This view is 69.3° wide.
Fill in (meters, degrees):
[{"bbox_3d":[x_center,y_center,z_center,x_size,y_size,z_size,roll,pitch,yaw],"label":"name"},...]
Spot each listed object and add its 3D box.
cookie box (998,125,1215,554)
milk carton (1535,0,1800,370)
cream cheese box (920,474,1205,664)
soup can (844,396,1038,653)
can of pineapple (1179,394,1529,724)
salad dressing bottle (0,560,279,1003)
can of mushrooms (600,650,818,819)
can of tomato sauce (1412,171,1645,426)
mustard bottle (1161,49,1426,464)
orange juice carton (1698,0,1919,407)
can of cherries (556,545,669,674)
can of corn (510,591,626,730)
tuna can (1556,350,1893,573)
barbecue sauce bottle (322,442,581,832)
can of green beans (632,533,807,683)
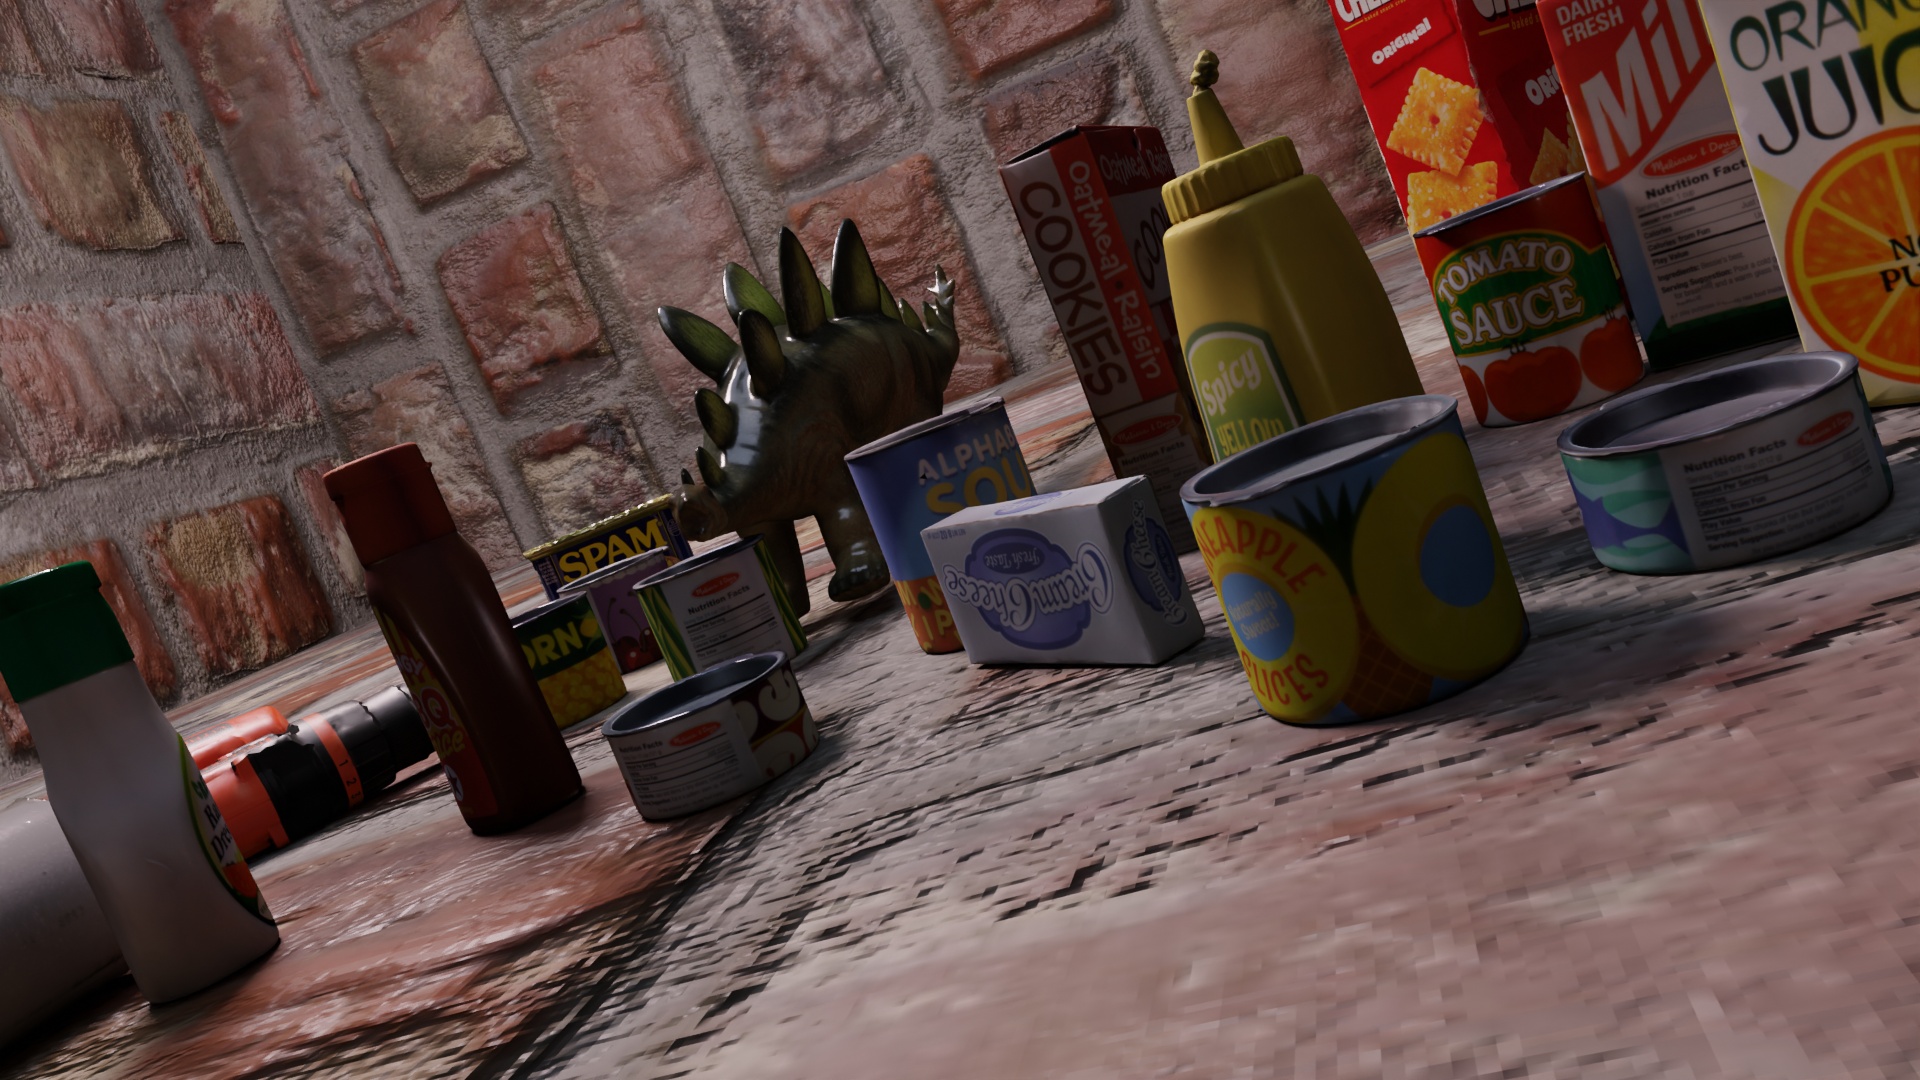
[{"bbox_3d":[0.082,-0.089,0.585,0.040,0.167,0.123,-18,8,25],"label":"cookie box"},{"bbox_3d":[0.280,-0.171,0.529,0.073,0.190,0.073,-15,10,41],"label":"milk carton"},{"bbox_3d":[0.030,0.012,0.448,0.024,0.053,0.103,-26,9,-31],"label":"cream cheese box"},{"bbox_3d":[0.002,-0.007,0.544,0.071,0.083,0.071,-21,7,3],"label":"soup can"},{"bbox_3d":[0.090,0.004,0.326,0.071,0.057,0.071,-21,8,3],"label":"can of pineapple"},{"bbox_3d":[-0.283,0.081,0.470,0.044,0.147,0.064,-25,8,-24],"label":"salad dressing bottle"},{"bbox_3d":[-0.083,0.064,0.470,0.071,0.033,0.071,-21,8,3],"label":"can of mushrooms"},{"bbox_3d":[0.224,-0.094,0.550,0.071,0.083,0.071,-21,7,3],"label":"can of tomato sauce"},{"bbox_3d":[0.092,-0.063,0.405,0.049,0.160,0.065,-25,8,-26],"label":"mustard bottle"},{"bbox_3d":[0.254,-0.138,0.365,0.072,0.192,0.073,-25,8,-25],"label":"orange juice carton"},{"bbox_3d":[-0.195,0.042,0.828,0.071,0.058,0.071,-21,8,3],"label":"can of cherries"},{"bbox_3d":[-0.214,0.066,0.719,0.071,0.058,0.071,-21,8,3],"label":"can of corn"},{"bbox_3d":[0.182,-0.019,0.336,0.071,0.032,0.071,-21,8,3],"label":"tuna can"},{"bbox_3d":[-0.196,0.037,0.535,0.044,0.148,0.064,-26,9,-35],"label":"barbecue sauce bottle"},{"bbox_3d":[-0.113,0.035,0.657,0.071,0.057,0.071,-21,8,3],"label":"can of green beans"}]
